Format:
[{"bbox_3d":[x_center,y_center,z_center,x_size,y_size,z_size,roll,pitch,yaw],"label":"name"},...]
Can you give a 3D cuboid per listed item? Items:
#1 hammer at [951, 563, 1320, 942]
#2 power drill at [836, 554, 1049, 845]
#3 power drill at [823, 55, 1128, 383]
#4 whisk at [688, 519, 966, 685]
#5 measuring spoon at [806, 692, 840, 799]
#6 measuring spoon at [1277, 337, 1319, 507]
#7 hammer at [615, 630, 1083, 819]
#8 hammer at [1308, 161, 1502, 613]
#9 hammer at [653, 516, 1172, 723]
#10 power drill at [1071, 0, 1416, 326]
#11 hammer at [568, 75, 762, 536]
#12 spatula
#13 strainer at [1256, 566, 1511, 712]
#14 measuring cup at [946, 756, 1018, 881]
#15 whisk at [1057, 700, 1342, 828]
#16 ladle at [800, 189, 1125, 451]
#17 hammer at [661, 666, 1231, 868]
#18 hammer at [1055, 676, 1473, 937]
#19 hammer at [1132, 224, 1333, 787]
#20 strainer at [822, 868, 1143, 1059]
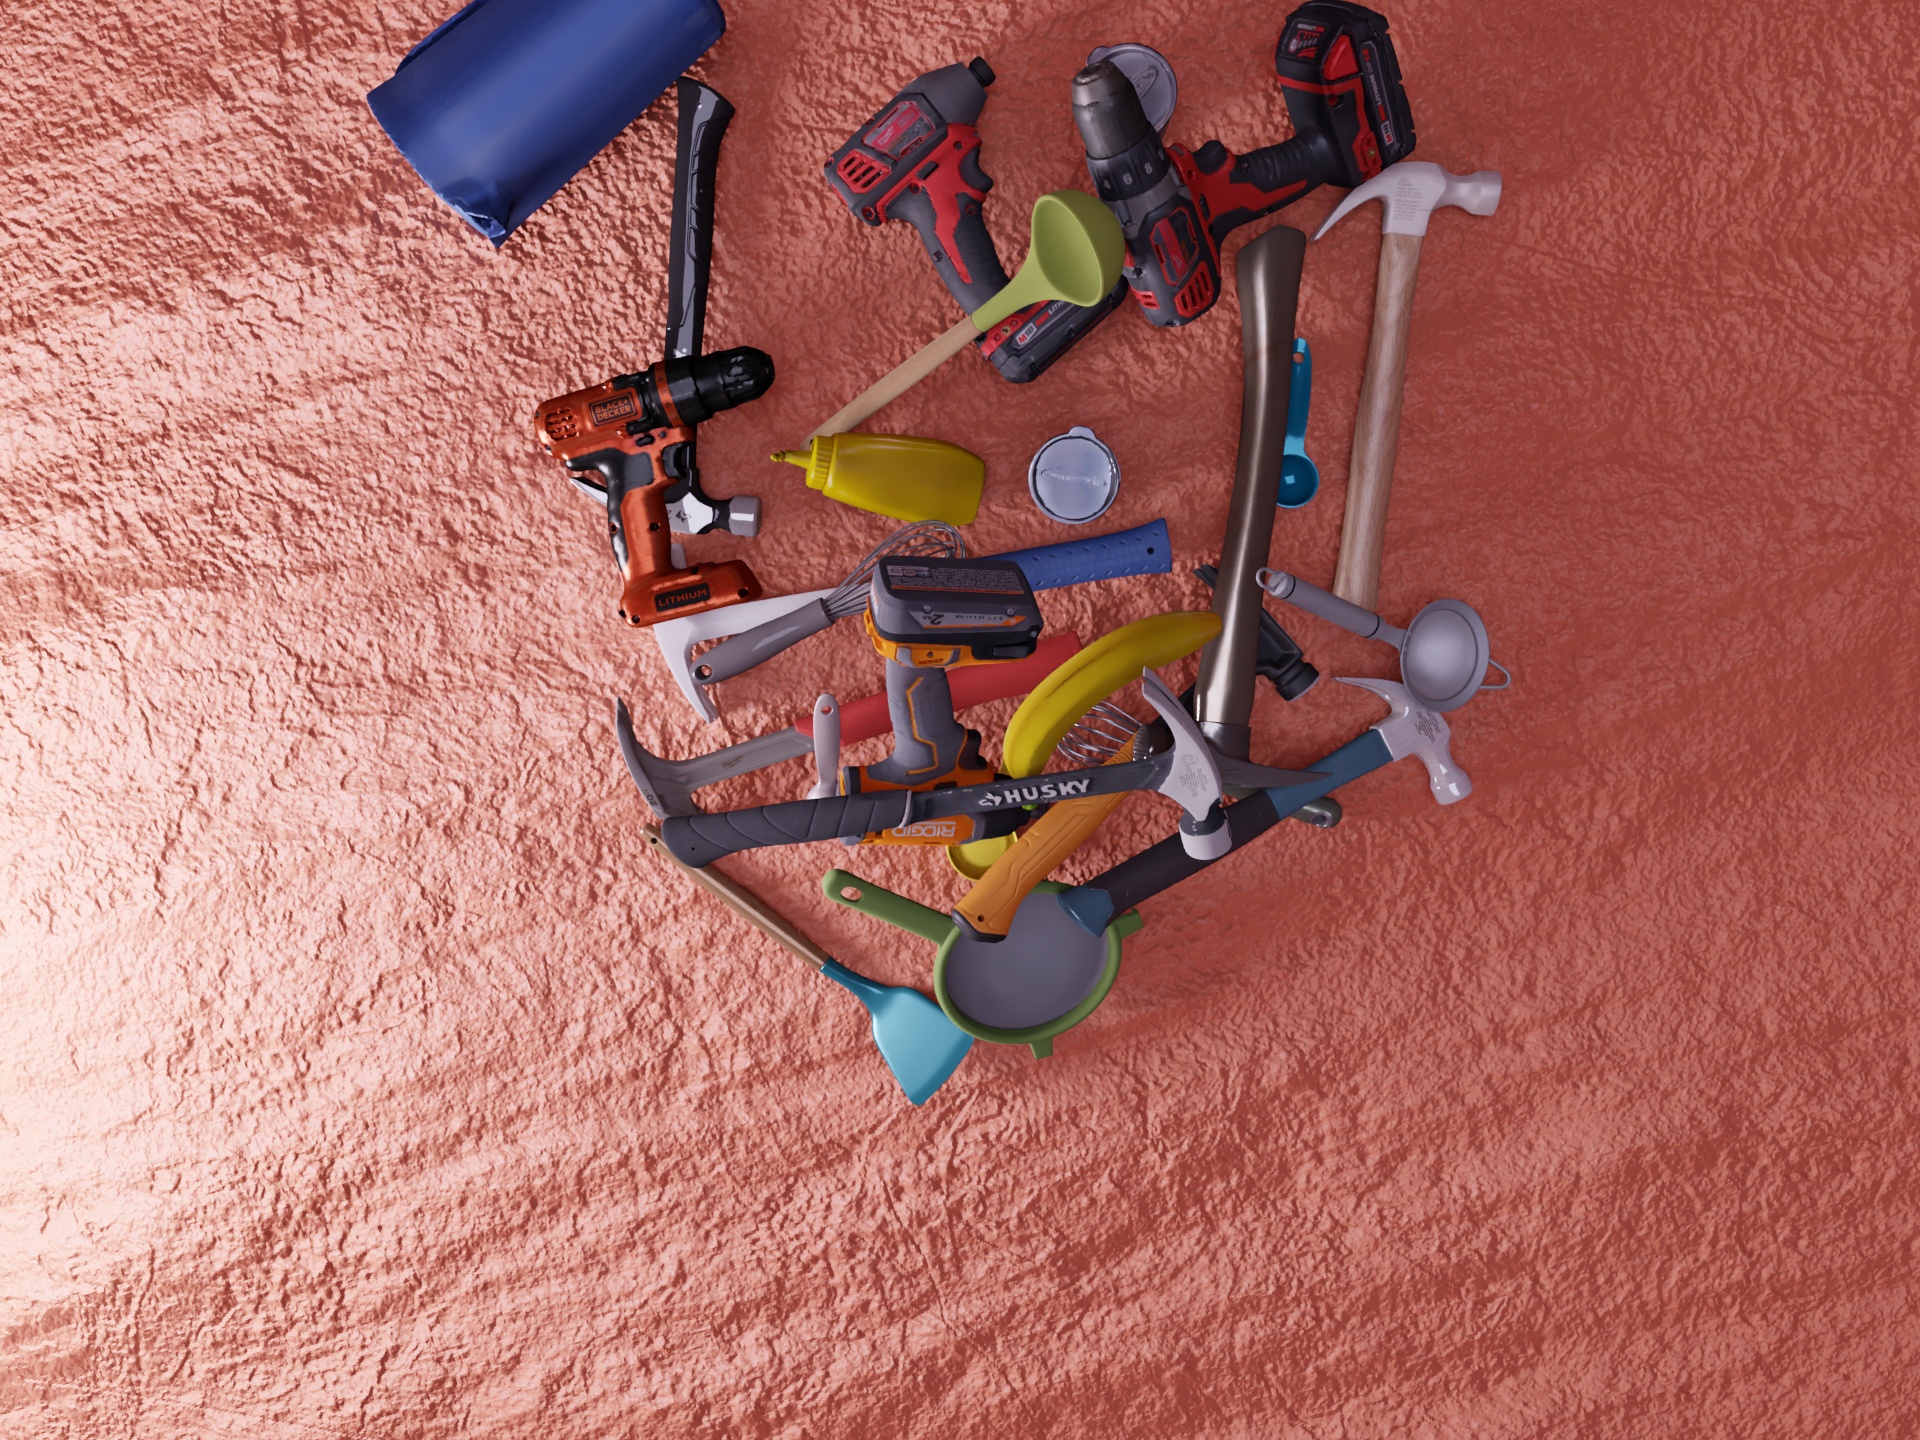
[{"bbox_3d":[0.116,0.034,1.192,0.337,0.034,0.127,-44,95,-10],"label":"hammer"},{"bbox_3d":[-0.002,-0.004,1.175,0.164,0.084,0.226,2,122,-12],"label":"power drill"},{"bbox_3d":[0.018,-0.368,1.165,0.143,0.078,0.219,-40,92,9],"label":"power drill"},{"bbox_3d":[-0.104,-0.085,1.200,0.239,0.055,0.055,-26,98,12],"label":"whisk"},{"bbox_3d":[-0.102,0.031,1.221,0.034,0.018,0.124,-4,129,-8],"label":"measuring spoon"},{"bbox_3d":[0.253,-0.225,1.208,0.042,0.021,0.128,4,91,3],"label":"measuring spoon"},{"bbox_3d":[-0.079,-0.007,1.230,0.359,0.037,0.149,-18,131,2],"label":"hammer"},{"bbox_3d":[0.313,-0.245,1.190,0.130,0.031,0.331,6,101,2],"label":"hammer"},{"bbox_3d":[-0.039,-0.096,1.235,0.405,0.035,0.144,-9,99,5],"label":"hammer"},{"bbox_3d":[0.186,-0.403,1.088,0.226,0.080,0.187,-36,128,-6],"label":"power drill"},{"bbox_3d":[-0.214,-0.312,1.207,0.146,0.035,0.334,6,100,2],"label":"hammer"},{"bbox_3d":[-0.132,0.184,1.286,0.317,0.044,0.082,37,107,-2],"label":"spatula"},{"bbox_3d":[0.309,-0.069,1.175,0.258,0.050,0.087,19,88,-33],"label":"strainer"},{"bbox_3d":[0.036,0.053,1.268,0.062,0.029,0.156,22,89,2],"label":"measuring cup"},{"bbox_3d":[0.183,0.036,1.243,0.246,0.059,0.057,19,137,-4],"label":"whisk"},{"bbox_3d":[-0.012,-0.266,1.127,0.320,0.062,0.078,-28,94,36],"label":"ladle"},{"bbox_3d":[-0.022,0.057,1.130,0.409,0.036,0.149,-9,123,15],"label":"hammer"},{"bbox_3d":[0.225,0.073,1.210,0.331,0.033,0.128,-28,94,-8],"label":"hammer"},{"bbox_3d":[0.224,-0.156,1.173,0.146,0.038,0.410,7,89,-10],"label":"hammer"},{"bbox_3d":[0.003,0.157,1.235,0.256,0.069,0.151,25,108,-23],"label":"strainer"}]
